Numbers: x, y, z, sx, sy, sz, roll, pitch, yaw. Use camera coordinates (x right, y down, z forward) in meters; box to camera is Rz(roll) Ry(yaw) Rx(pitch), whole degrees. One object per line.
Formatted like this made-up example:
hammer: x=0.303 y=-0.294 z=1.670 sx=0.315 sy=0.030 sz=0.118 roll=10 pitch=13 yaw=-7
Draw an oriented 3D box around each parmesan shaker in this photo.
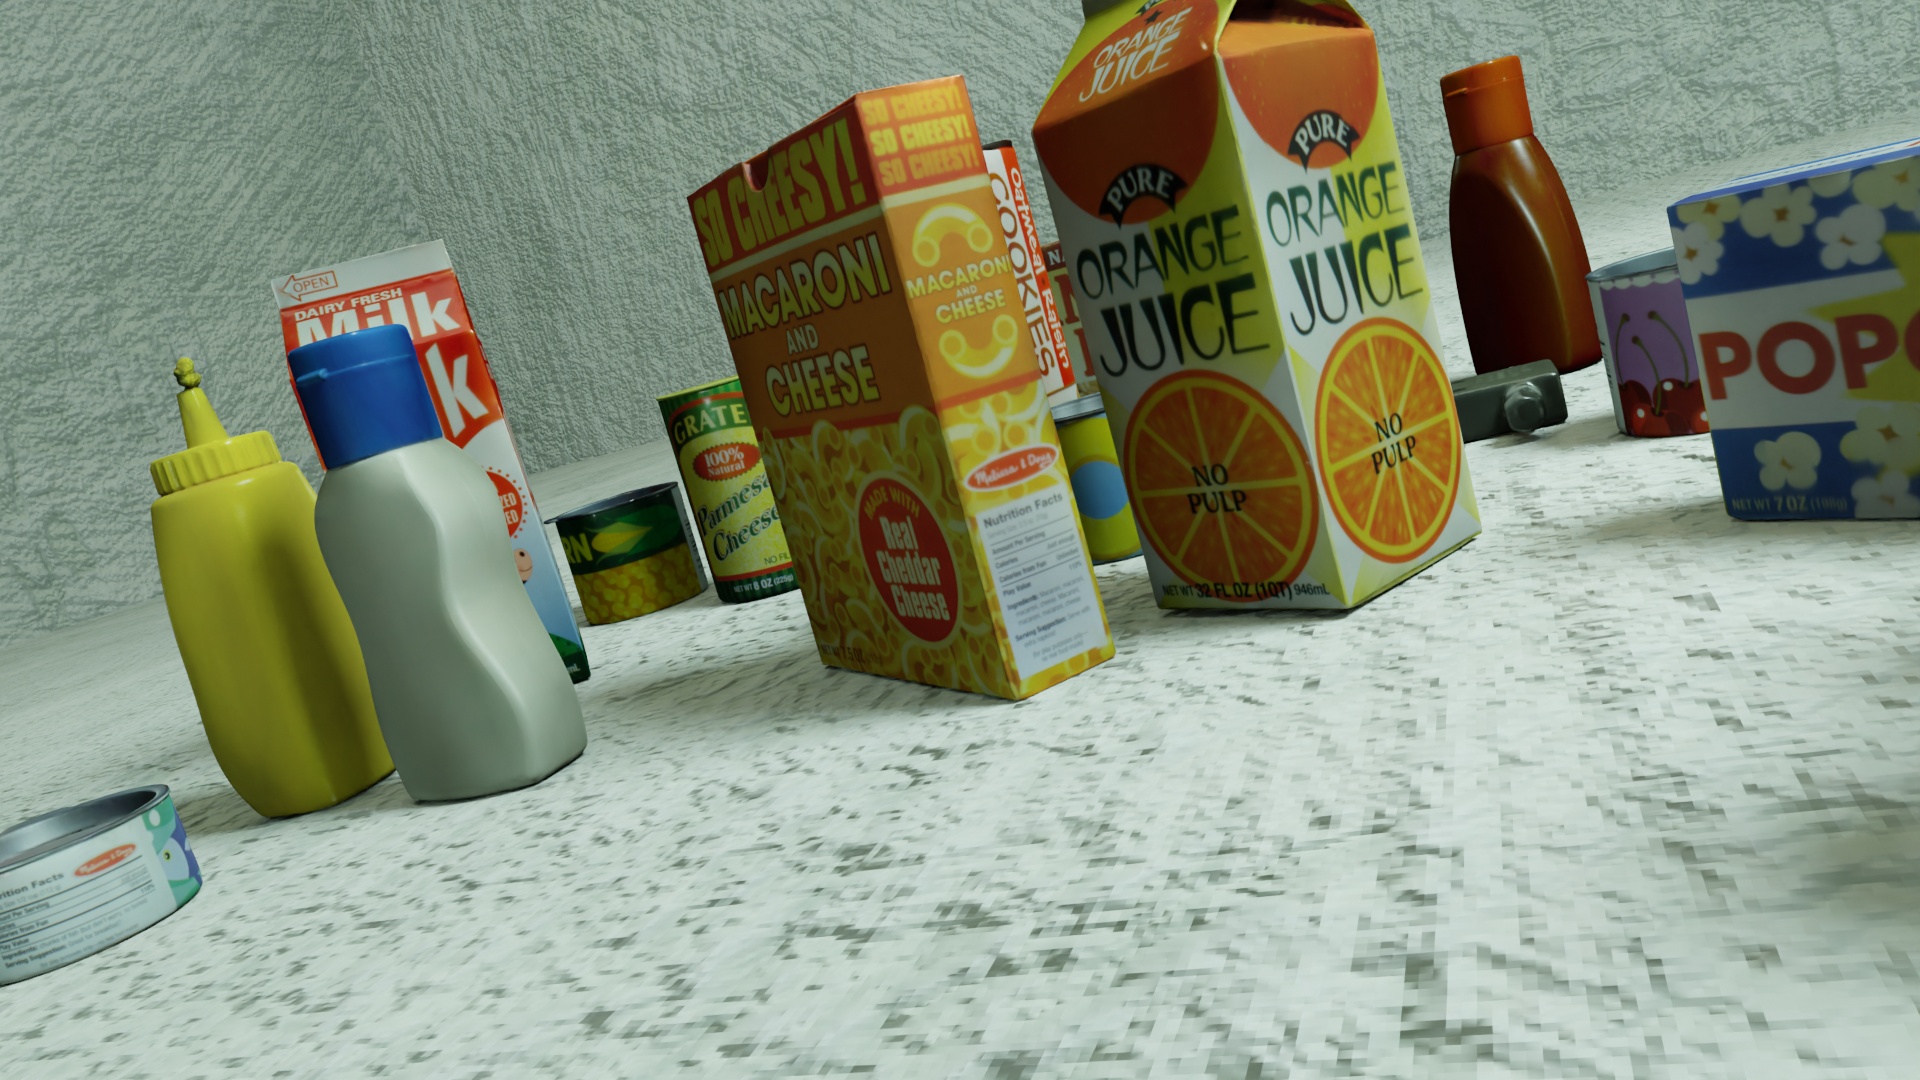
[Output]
parmesan shaker: x=-0.097 y=-0.029 z=0.669 sx=0.071 sy=0.103 sz=0.071 roll=-15 pitch=9 yaw=3

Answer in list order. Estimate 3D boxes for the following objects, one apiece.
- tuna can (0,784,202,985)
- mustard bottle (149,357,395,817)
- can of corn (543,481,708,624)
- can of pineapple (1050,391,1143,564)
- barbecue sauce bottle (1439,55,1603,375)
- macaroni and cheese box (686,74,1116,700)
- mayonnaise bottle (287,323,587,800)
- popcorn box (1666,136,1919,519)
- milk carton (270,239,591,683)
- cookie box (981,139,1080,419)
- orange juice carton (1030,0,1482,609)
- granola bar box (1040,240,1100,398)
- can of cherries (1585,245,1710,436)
tuna can: x=-0.263 y=0.100 z=0.407 sx=0.071 sy=0.032 sz=0.071 roll=-15 pitch=9 yaw=3
mustard bottle: x=-0.245 y=0.014 z=0.487 sx=0.049 sy=0.160 sz=0.065 roll=-13 pitch=9 yaw=15
can of corn: x=-0.173 y=0.007 z=0.722 sx=0.071 sy=0.058 sz=0.071 roll=-15 pitch=9 yaw=3
can of pineapple: x=0.061 y=-0.027 z=0.541 sx=0.071 sy=0.057 sz=0.071 roll=-15 pitch=9 yaw=3
barbecue sauce bottle: x=0.263 y=-0.152 z=0.664 sx=0.044 sy=0.148 sz=0.065 roll=-20 pitch=10 yaw=-25
macaroni and cheese box: x=-0.023 y=-0.040 z=0.423 sx=0.040 sy=0.166 sz=0.123 roll=-21 pitch=10 yaw=-30
mayonnaise bottle: x=-0.169 y=0.007 z=0.440 sx=0.064 sy=0.147 sz=0.041 roll=-12 pitch=10 yaw=25
popcorn box: x=0.233 y=-0.050 z=0.310 sx=0.038 sy=0.085 sz=0.126 roll=-21 pitch=11 yaw=-29
milk carton: x=-0.220 y=-0.025 z=0.582 sx=0.072 sy=0.190 sz=0.073 roll=-18 pitch=9 yaw=-15
cookie box: x=-0.015 y=-0.076 z=0.612 sx=0.123 sy=0.167 sz=0.040 roll=-10 pitch=10 yaw=30
orange juice carton: x=0.082 y=-0.080 z=0.402 sx=0.073 sy=0.192 sz=0.071 roll=-23 pitch=11 yaw=-37
granola bar box: x=0.075 y=-0.093 z=0.698 sx=0.165 sy=0.124 sz=0.039 roll=-8 pitch=12 yaw=39
can of cherries: x=0.259 y=-0.072 z=0.479 sx=0.071 sy=0.058 sz=0.071 roll=-15 pitch=9 yaw=3
